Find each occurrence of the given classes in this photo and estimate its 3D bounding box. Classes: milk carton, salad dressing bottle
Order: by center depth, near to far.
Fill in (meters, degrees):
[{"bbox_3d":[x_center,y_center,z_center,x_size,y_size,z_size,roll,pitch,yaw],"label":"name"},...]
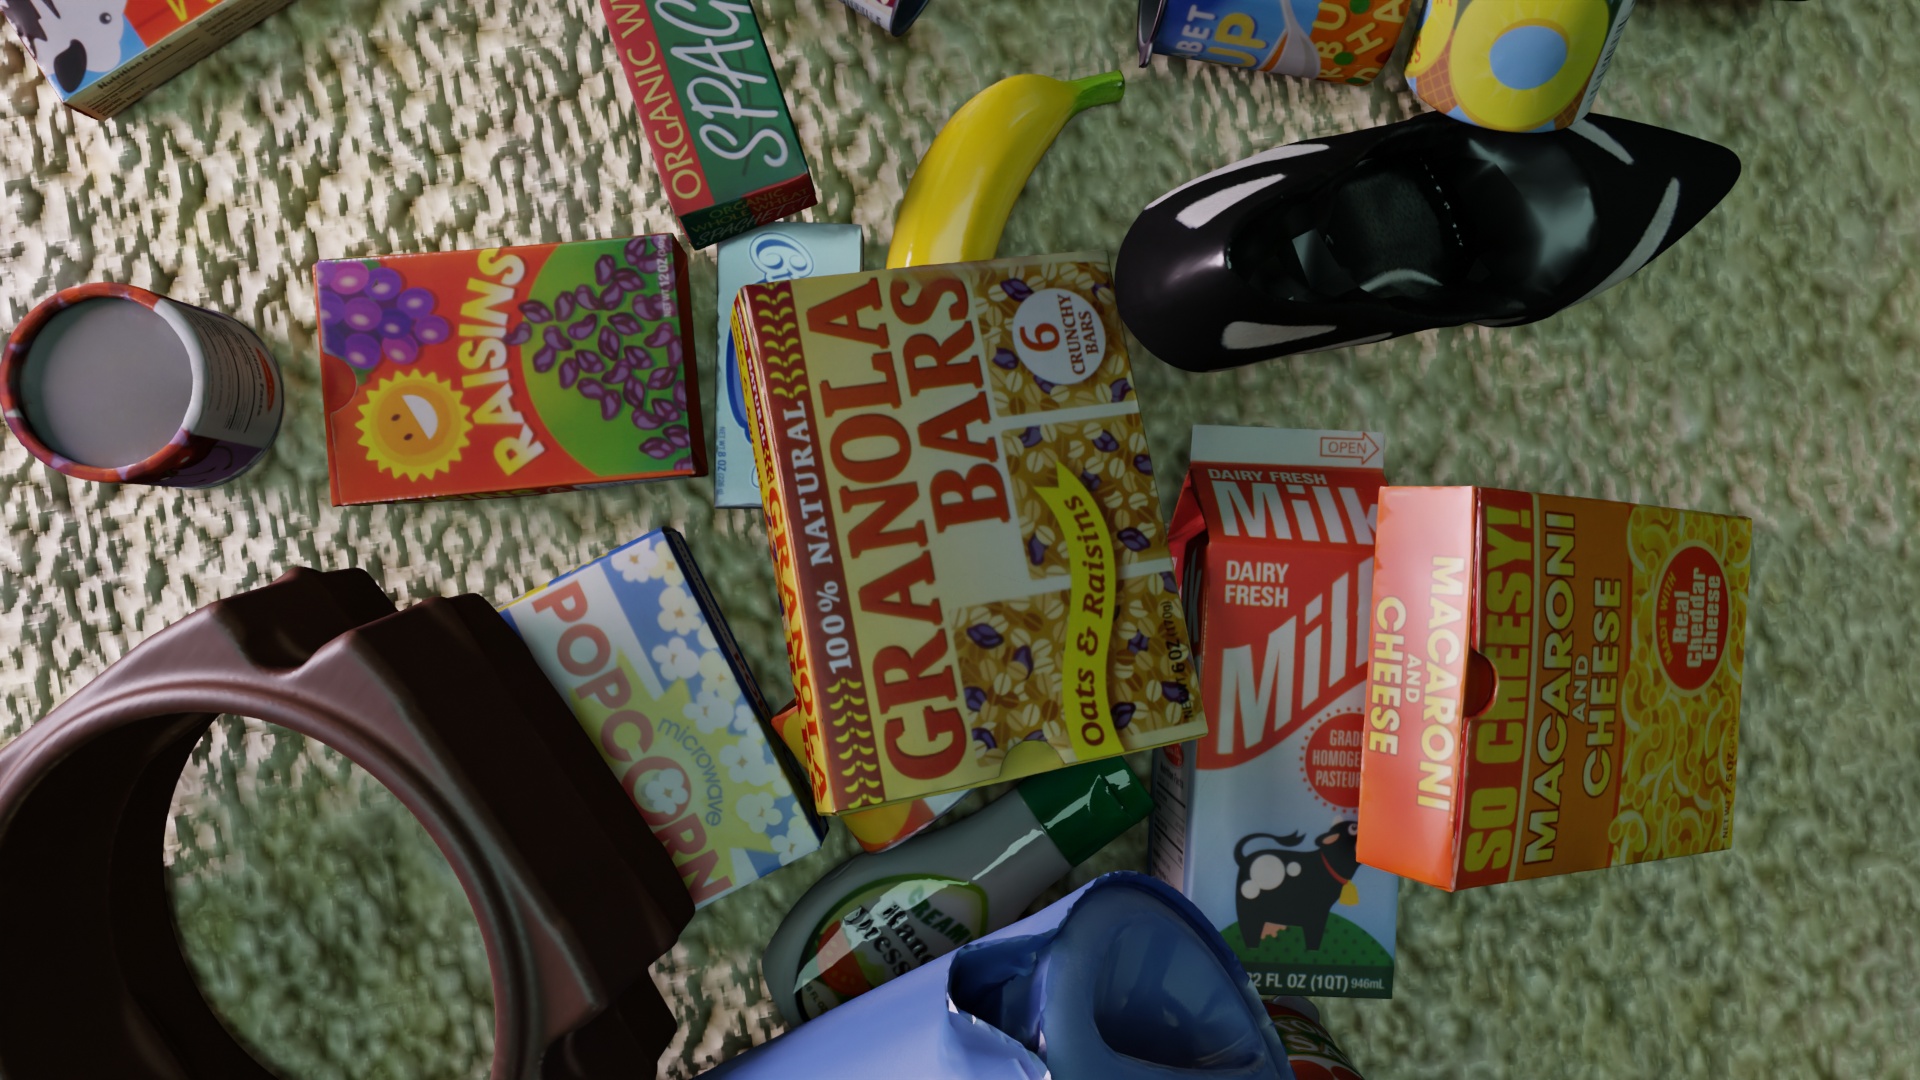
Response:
[{"bbox_3d":[0.111,0.055,0.489,0.072,0.073,0.190,2,90,-4],"label":"milk carton"},{"bbox_3d":[0.001,0.124,0.498,0.148,0.044,0.064,-36,96,-3],"label":"salad dressing bottle"}]

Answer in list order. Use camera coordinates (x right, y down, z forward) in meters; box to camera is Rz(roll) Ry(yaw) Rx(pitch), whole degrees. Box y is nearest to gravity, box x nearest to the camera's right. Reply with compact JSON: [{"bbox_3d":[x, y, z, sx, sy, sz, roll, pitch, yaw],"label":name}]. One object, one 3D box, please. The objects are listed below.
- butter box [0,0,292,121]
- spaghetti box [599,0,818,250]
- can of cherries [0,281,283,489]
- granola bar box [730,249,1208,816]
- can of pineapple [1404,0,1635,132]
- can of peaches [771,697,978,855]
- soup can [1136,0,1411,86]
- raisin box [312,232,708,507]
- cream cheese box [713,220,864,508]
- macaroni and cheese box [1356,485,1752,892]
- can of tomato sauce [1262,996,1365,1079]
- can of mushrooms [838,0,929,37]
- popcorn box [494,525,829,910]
[{"bbox_3d":[-0.280,-0.199,0.489,0.103,0.024,0.053,-34,93,-2],"label":"butter box"},{"bbox_3d":[-0.113,-0.226,0.484,0.050,0.028,0.250,-19,85,-2],"label":"spaghetti box"},{"bbox_3d":[-0.279,-0.050,0.472,0.071,0.058,0.071,0,90,-4],"label":"can of cherries"},{"bbox_3d":[0.002,-0.006,0.447,0.124,0.039,0.165,-9,83,-17],"label":"granola bar box"},{"bbox_3d":[0.188,-0.179,0.468,0.071,0.057,0.071,2,46,-2],"label":"can of pineapple"},{"bbox_3d":[-0.025,0.067,0.486,0.071,0.071,0.058,-36,93,-2],"label":"can of peaches"},{"bbox_3d":[0.110,-0.198,0.492,0.084,0.071,0.071,8,90,-4],"label":"soup can"},{"bbox_3d":[-0.156,-0.058,0.490,0.123,0.040,0.086,-5,92,-3],"label":"raisin box"},{"bbox_3d":[-0.062,-0.063,0.503,0.053,0.024,0.103,0,90,-4],"label":"cream cheese box"},{"bbox_3d":[0.207,0.047,0.472,0.167,0.040,0.123,3,90,-35],"label":"macaroni and cheese box"},{"bbox_3d":[0.117,0.206,0.485,0.071,0.083,0.071,0,91,-3],"label":"can of tomato sauce"},{"bbox_3d":[-0.019,-0.215,0.482,0.033,0.071,0.071,31,89,-2],"label":"can of mushrooms"},{"bbox_3d":[-0.113,0.069,0.493,0.085,0.038,0.126,-27,92,-3],"label":"popcorn box"}]
